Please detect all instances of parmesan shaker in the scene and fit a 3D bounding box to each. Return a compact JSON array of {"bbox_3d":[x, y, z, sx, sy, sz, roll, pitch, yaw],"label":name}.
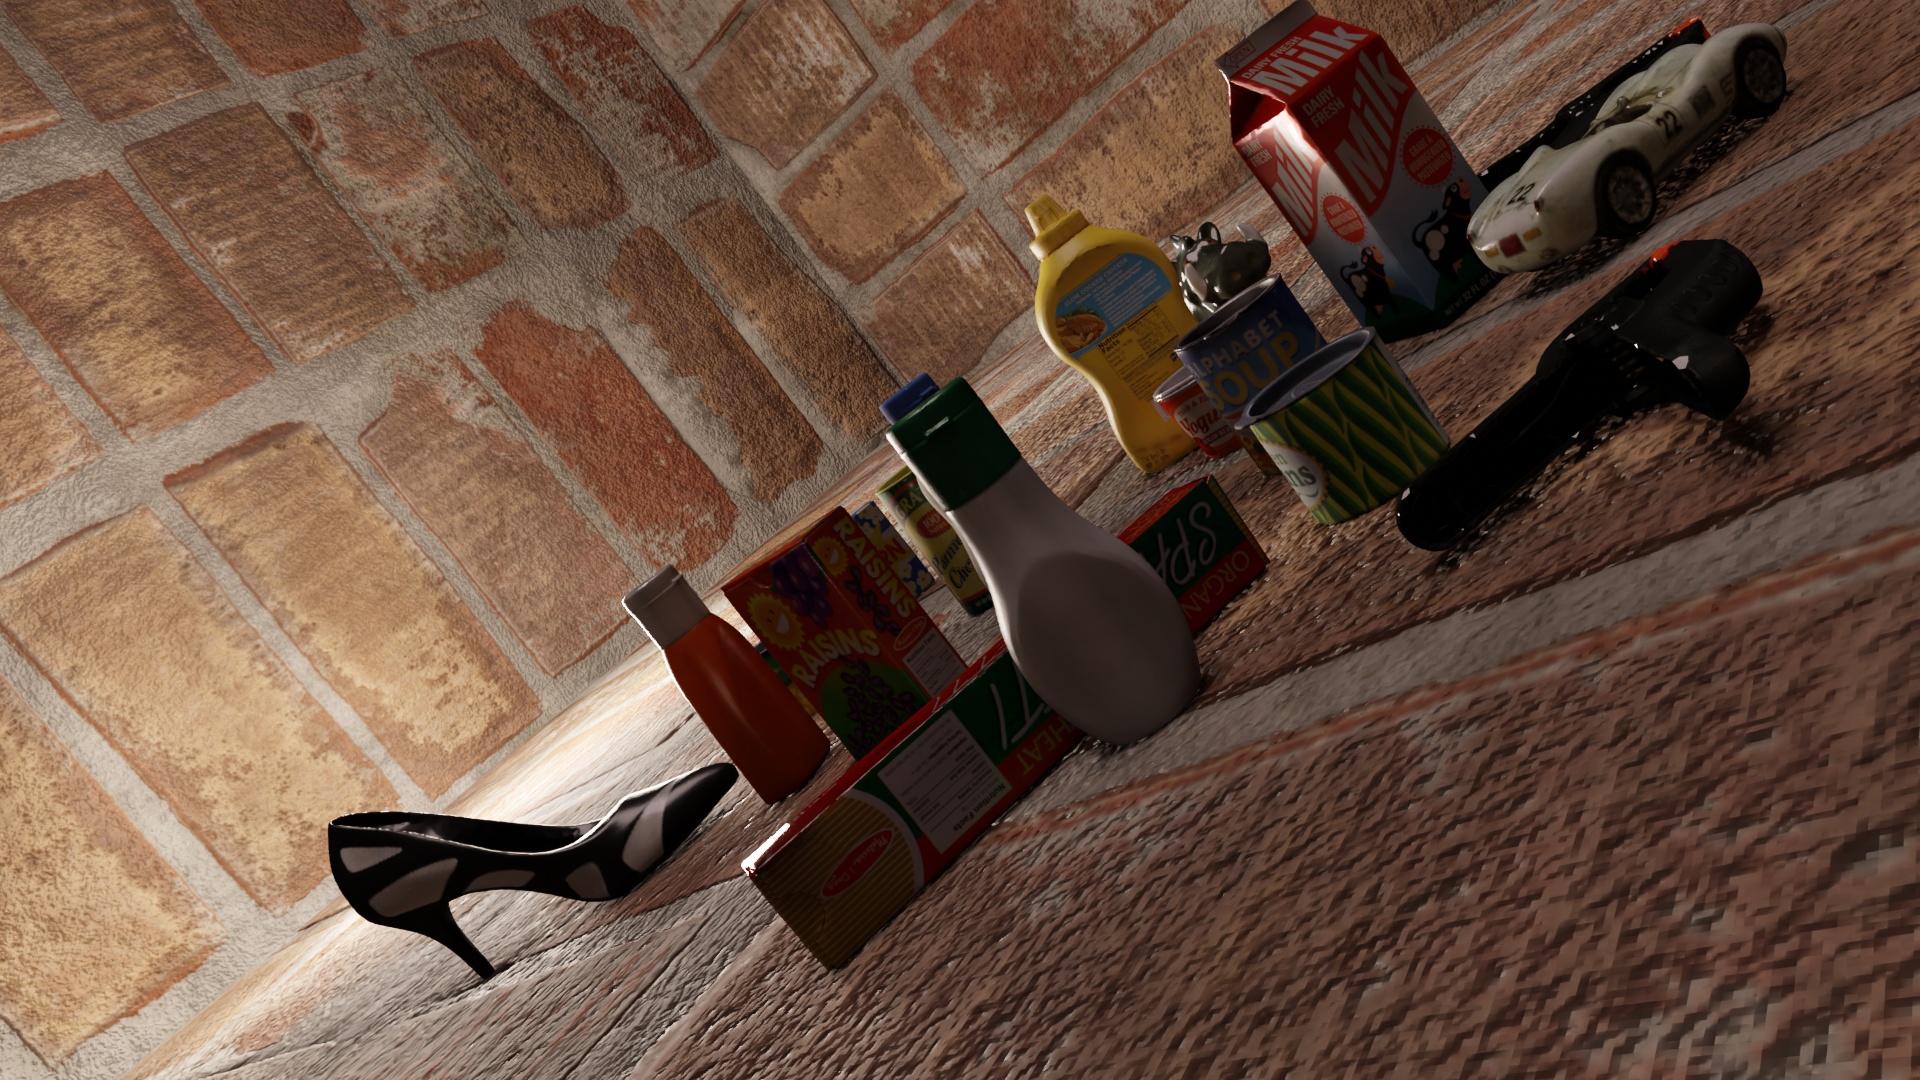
[{"bbox_3d":[0.003,-0.011,0.908,0.071,0.103,0.071,-36,8,6],"label":"parmesan shaker"}]

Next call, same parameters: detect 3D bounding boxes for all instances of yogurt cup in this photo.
[{"bbox_3d":[0.159,-0.086,0.843,0.072,0.054,0.072,-36,8,6],"label":"yogurt cup"}]

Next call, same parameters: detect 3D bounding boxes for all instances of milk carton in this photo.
[{"bbox_3d":[0.223,-0.210,0.781,0.072,0.190,0.073,-39,8,-12],"label":"milk carton"}]

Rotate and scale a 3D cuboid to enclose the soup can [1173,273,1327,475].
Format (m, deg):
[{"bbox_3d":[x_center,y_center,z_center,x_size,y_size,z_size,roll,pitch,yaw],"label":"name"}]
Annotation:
[{"bbox_3d":[0.160,-0.084,0.717,0.071,0.083,0.071,-36,8,6],"label":"soup can"}]

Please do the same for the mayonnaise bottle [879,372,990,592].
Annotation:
[{"bbox_3d":[0.010,-0.032,0.837,0.065,0.148,0.041,-42,9,-34],"label":"mayonnaise bottle"}]

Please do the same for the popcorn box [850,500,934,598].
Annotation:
[{"bbox_3d":[-0.093,0.039,1.101,0.127,0.085,0.038,-42,9,-30],"label":"popcorn box"}]

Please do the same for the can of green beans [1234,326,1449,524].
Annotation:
[{"bbox_3d":[0.164,-0.048,0.591,0.071,0.058,0.071,-36,8,6],"label":"can of green beans"}]

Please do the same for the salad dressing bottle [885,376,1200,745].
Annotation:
[{"bbox_3d":[0.030,0.007,0.521,0.064,0.147,0.044,-36,8,5],"label":"salad dressing bottle"}]

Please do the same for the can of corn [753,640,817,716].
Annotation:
[{"bbox_3d":[-0.124,0.097,0.998,0.071,0.058,0.071,-36,8,6],"label":"can of corn"}]

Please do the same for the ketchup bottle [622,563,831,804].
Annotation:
[{"bbox_3d":[-0.138,0.082,0.819,0.043,0.148,0.065,-34,8,20],"label":"ketchup bottle"}]

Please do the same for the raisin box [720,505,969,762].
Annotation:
[{"bbox_3d":[-0.060,0.052,0.741,0.086,0.123,0.040,-29,11,46],"label":"raisin box"}]

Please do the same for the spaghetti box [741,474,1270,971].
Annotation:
[{"bbox_3d":[0.025,0.067,0.559,0.251,0.050,0.028,-40,8,-19],"label":"spaghetti box"}]
